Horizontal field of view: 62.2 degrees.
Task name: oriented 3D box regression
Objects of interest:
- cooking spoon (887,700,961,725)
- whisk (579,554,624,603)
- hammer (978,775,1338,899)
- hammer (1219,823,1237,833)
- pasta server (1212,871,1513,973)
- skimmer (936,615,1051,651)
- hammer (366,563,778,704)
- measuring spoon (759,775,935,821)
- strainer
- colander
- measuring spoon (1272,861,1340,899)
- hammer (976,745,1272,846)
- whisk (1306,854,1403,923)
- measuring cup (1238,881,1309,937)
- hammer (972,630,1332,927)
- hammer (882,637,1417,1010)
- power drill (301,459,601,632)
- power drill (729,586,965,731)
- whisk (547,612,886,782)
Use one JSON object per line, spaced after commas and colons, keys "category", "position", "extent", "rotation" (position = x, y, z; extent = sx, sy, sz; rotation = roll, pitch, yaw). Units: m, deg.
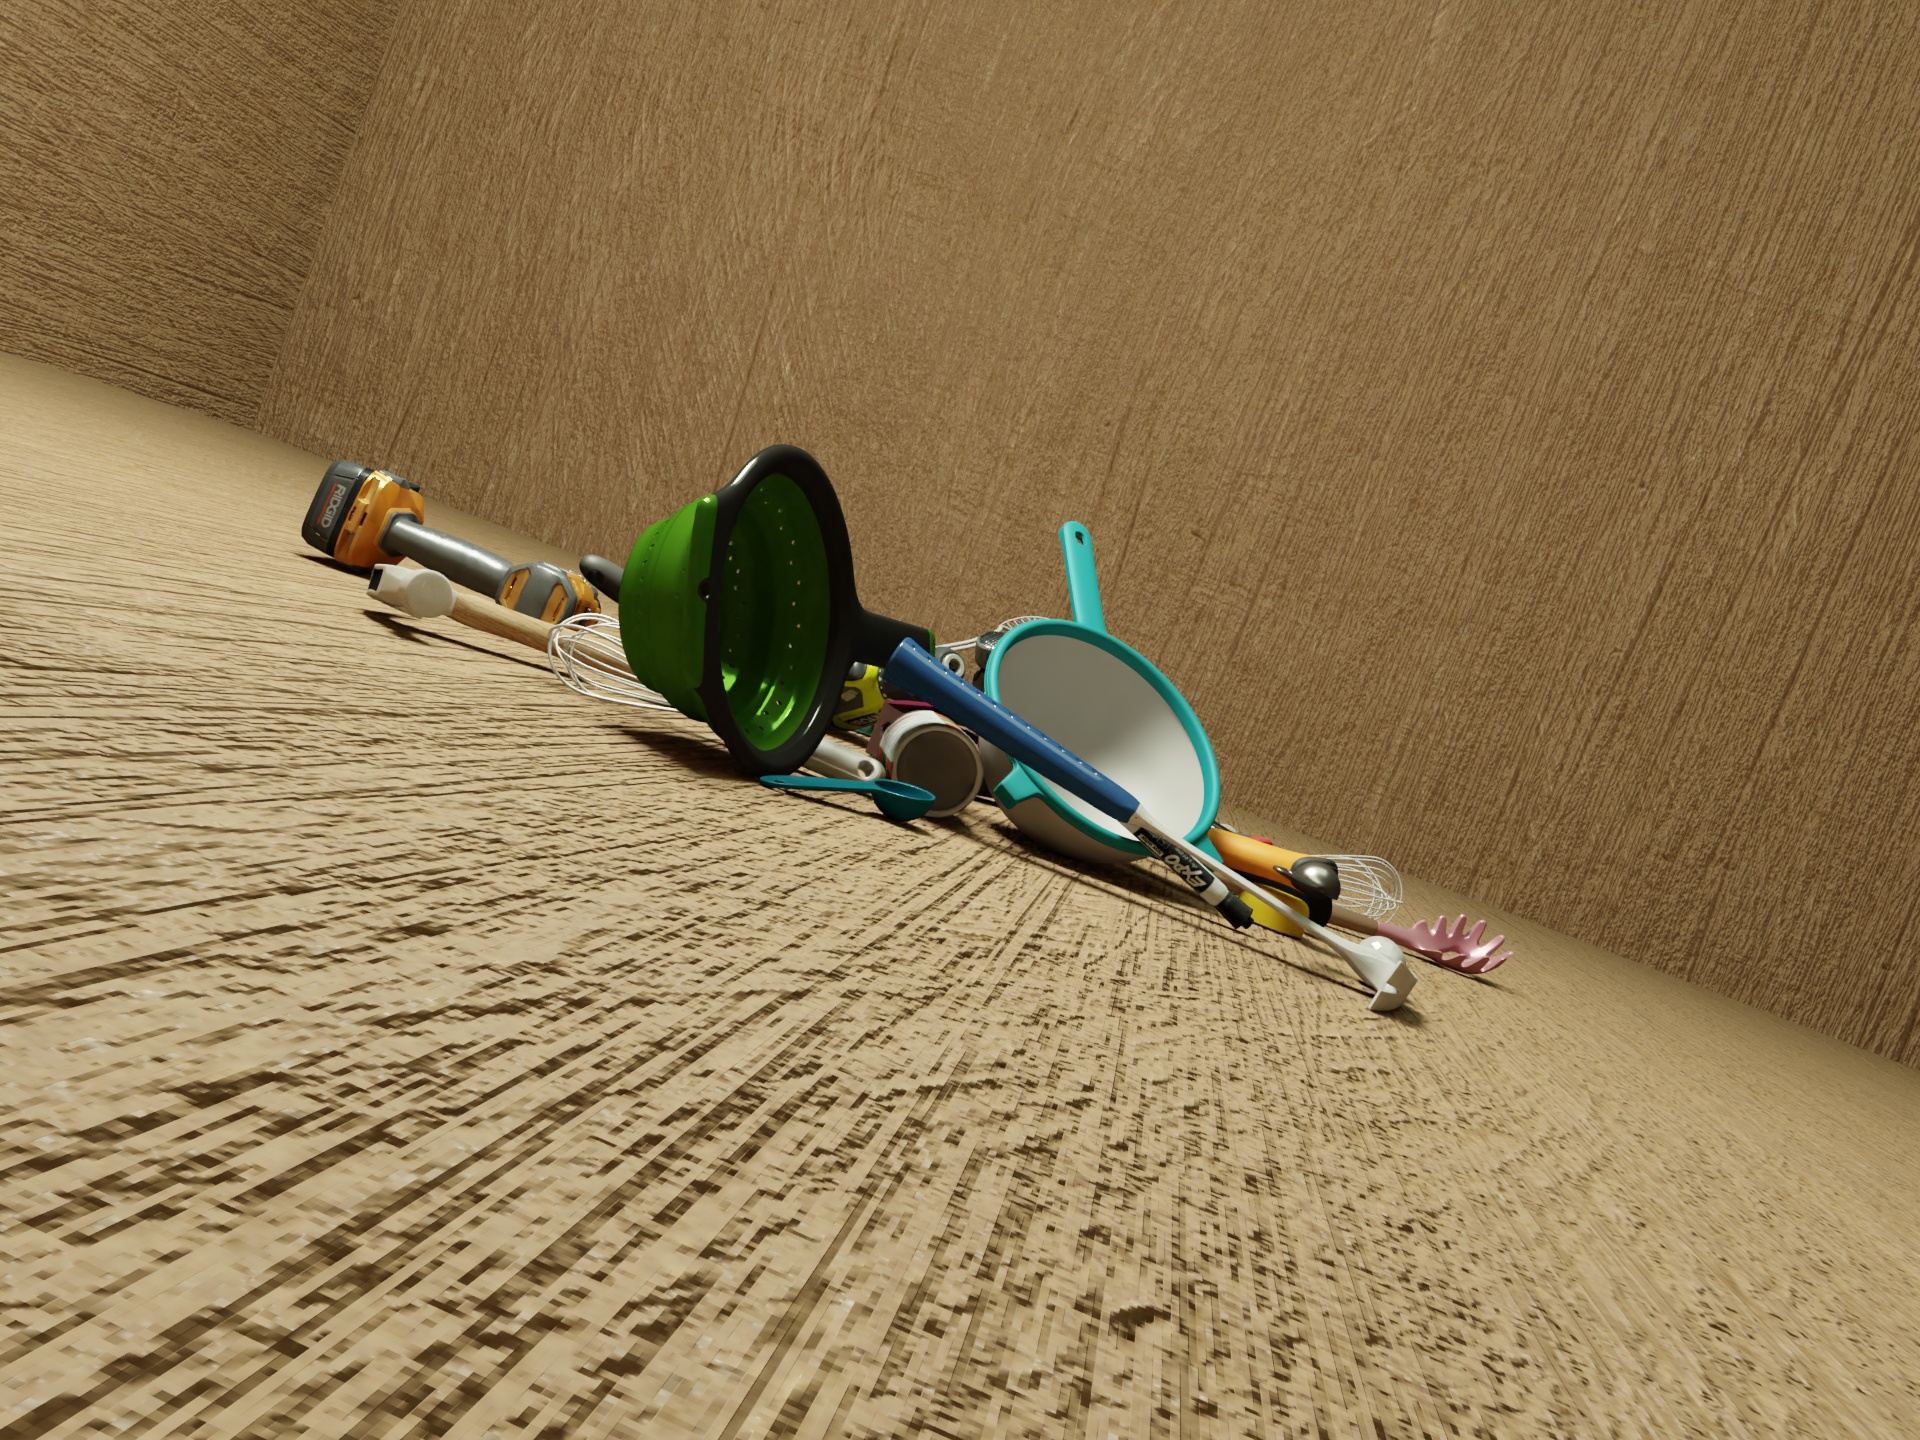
{"category": "cooking spoon", "position": [-0.002, -0.004, 1.321], "extent": [0.069, 0.017, 0.319], "rotation": [4, -1, 10]}
{"category": "whisk", "position": [-0.257, -0.088, 1.446], "extent": [0.055, 0.055, 0.238], "rotation": [23, -9, 42]}
{"category": "hammer", "position": [0.155, 0.088, 1.297], "extent": [0.337, 0.034, 0.127], "rotation": [15, -1, 39]}
{"category": "hammer", "position": [0.095, 0.062, 1.723], "extent": [0.411, 0.038, 0.146], "rotation": [22, 4, 27]}
{"category": "pasta server", "position": [0.350, 0.172, 1.419], "extent": [0.316, 0.040, 0.060], "rotation": [18, 29, -16]}
{"category": "skimmer", "position": [-0.033, -0.040, 1.596], "extent": [0.363, 0.090, 0.127], "rotation": [-10, 24, -13]}
{"category": "hammer", "position": [-0.263, -0.047, 1.143], "extent": [0.331, 0.031, 0.130], "rotation": [21, -4, -38]}
{"category": "measuring spoon", "position": [-0.072, 0.049, 0.986], "extent": [0.128, 0.021, 0.042], "rotation": [7, 12, -39]}
{"category": "strainer", "position": [0.085, -0.016, 1.253], "extent": [0.210, 0.095, 0.341], "rotation": [20, 43, -24]}
{"category": "colander", "position": [-0.120, -0.064, 1.064], "extent": [0.094, 0.204, 0.397], "rotation": [4, -2, 19]}
{"category": "measuring spoon", "position": [0.231, 0.101, 1.059], "extent": [0.034, 0.018, 0.124], "rotation": [35, 6, 26]}
{"category": "hammer", "position": [0.123, 0.071, 1.587], "extent": [0.386, 0.038, 0.143], "rotation": [20, 1, 17]}
{"category": "whisk", "position": [0.280, 0.134, 1.470], "extent": [0.284, 0.070, 0.070], "rotation": [15, 4, -11]}
{"category": "measuring cup", "position": [0.223, 0.134, 1.275], "extent": [0.062, 0.029, 0.157], "rotation": [20, 5, -26]}
{"category": "hammer", "position": [0.153, 0.068, 1.392], "extent": [0.036, 0.149, 0.409], "rotation": [-24, 42, -36]}
{"category": "hammer", "position": [0.124, 0.067, 1.053], "extent": [0.405, 0.035, 0.144], "rotation": [33, 5, 6]}
{"category": "power drill", "position": [-0.409, -0.130, 1.333], "extent": [0.226, 0.084, 0.185], "rotation": [25, 0, -2]}
{"category": "power drill", "position": [-0.126, -0.053, 1.410], "extent": [0.228, 0.080, 0.190], "rotation": [18, -19, -34]}
{"category": "whisk", "position": [-0.162, -0.007, 1.071], "extent": [0.246, 0.058, 0.059], "rotation": [24, -28, -10]}
